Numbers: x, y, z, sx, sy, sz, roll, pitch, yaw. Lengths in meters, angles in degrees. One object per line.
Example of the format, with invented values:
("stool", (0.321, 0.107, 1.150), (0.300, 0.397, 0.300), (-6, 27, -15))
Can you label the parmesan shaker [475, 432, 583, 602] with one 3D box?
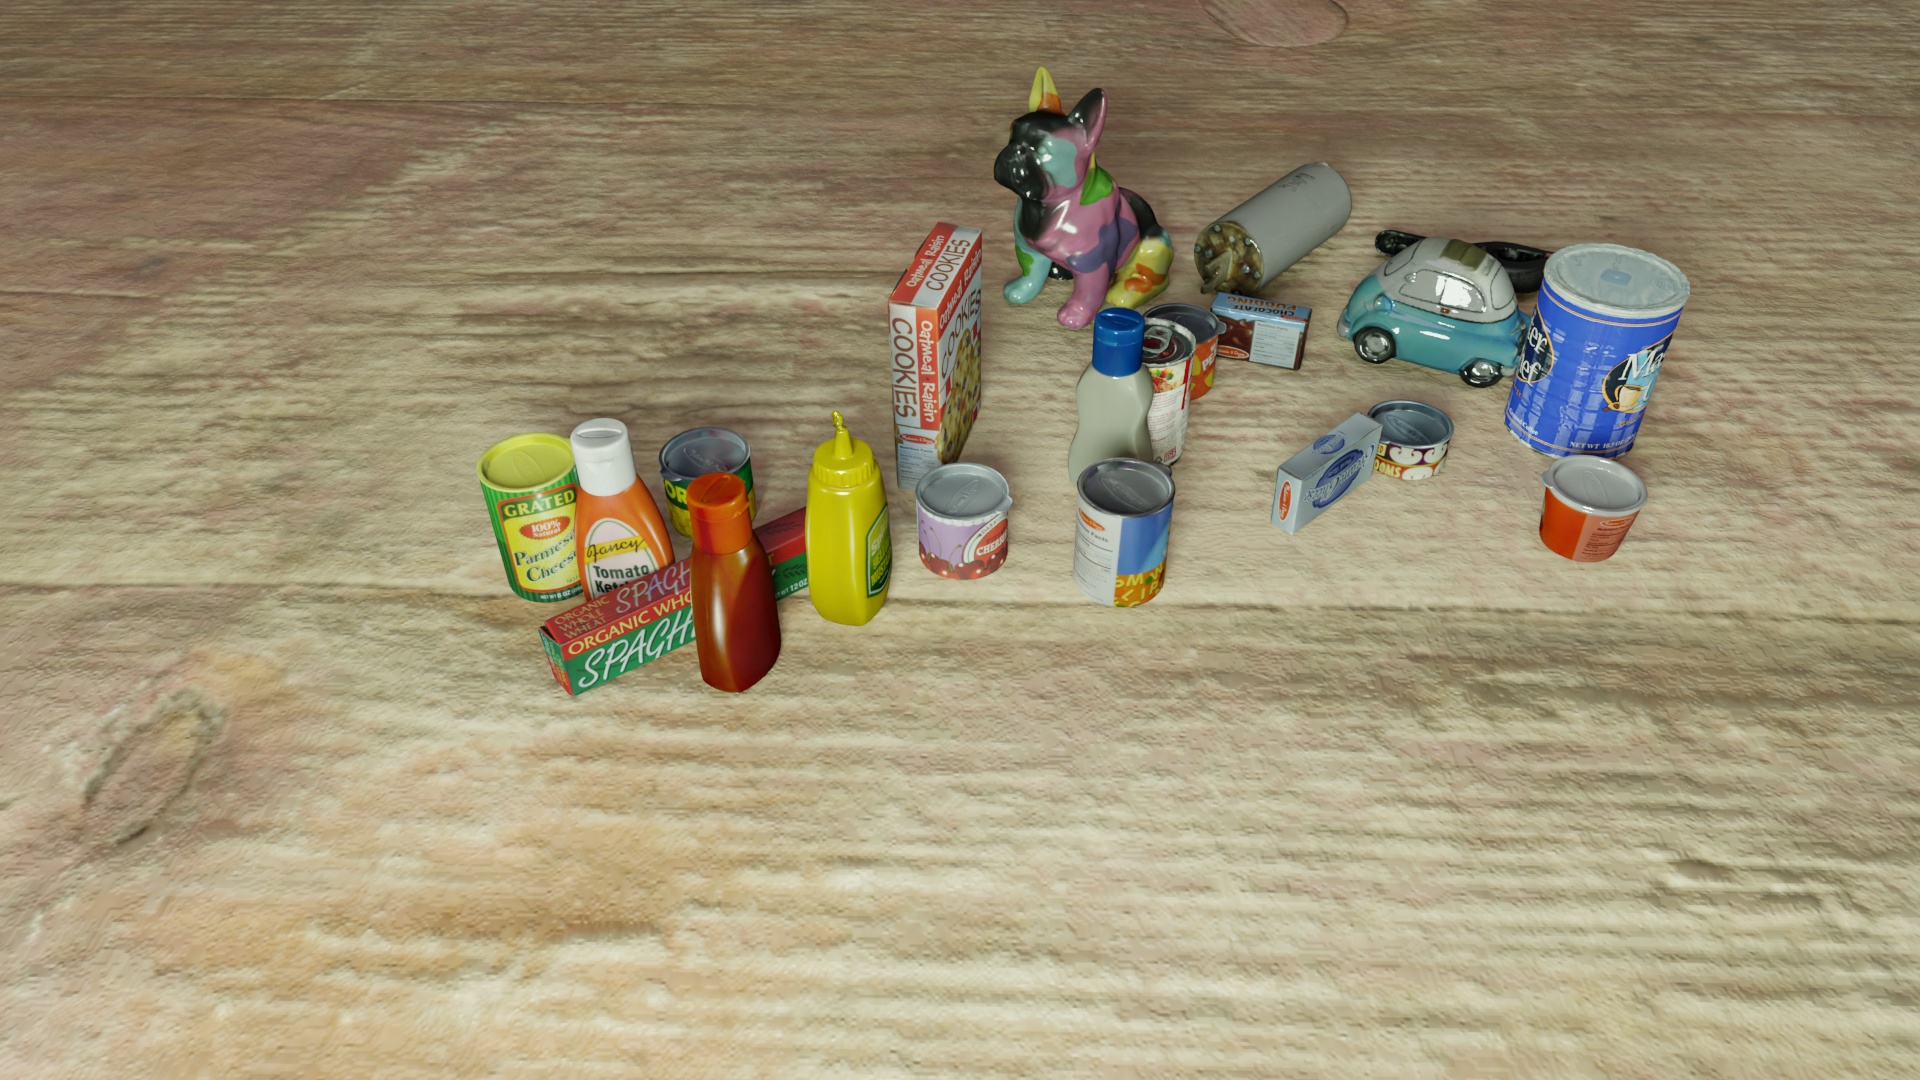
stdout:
("parmesan shaker", (-0.289, -0.016, 0.967), (0.071, 0.102, 0.072), (0, 40, 0))

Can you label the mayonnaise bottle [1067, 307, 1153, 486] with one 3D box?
("mayonnaise bottle", (0.114, -0.100, 1.029), (0.065, 0.147, 0.041), (16, 43, 20))

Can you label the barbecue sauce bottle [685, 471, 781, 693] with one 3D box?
("barbecue sauce bottle", (-0.146, 0.025, 0.881), (0.044, 0.147, 0.065), (15, 42, 18))

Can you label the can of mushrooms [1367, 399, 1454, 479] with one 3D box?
("can of mushrooms", (0.348, -0.079, 1.089), (0.071, 0.033, 0.071), (0, 40, 0))

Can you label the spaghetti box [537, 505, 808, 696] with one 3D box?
("spaghetti box", (-0.163, 0.030, 0.952), (0.251, 0.049, 0.029), (-26, 46, -27))

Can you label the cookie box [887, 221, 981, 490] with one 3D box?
("cookie box", (-0.018, -0.139, 1.062), (0.040, 0.166, 0.123), (9, 41, 12))

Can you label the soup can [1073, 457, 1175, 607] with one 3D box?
("soup can", (0.115, -0.006, 0.966), (0.071, 0.083, 0.072), (0, 40, 0))

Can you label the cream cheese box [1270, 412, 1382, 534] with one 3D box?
("cream cheese box", (0.274, -0.051, 1.041), (0.104, 0.053, 0.024), (-32, 49, -32))

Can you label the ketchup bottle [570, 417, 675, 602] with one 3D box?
("ketchup bottle", (-0.229, -0.012, 0.927), (0.065, 0.148, 0.044), (-3, 40, -2))

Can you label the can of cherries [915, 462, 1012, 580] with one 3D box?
("can of cherries", (0.004, -0.012, 0.994), (0.071, 0.058, 0.072), (0, 40, 0))

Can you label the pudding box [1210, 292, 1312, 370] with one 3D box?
("pudding box", (0.257, -0.181, 1.200), (0.084, 0.049, 0.030), (12, 42, 15))

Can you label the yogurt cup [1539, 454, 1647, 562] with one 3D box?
("yogurt cup", (0.453, -0.021, 1.003), (0.072, 0.053, 0.073), (0, 40, 0))

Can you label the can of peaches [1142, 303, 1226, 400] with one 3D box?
("can of peaches", (0.184, -0.157, 1.166), (0.071, 0.057, 0.071), (0, 40, 0))

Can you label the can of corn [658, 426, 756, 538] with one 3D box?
("can of corn", (-0.188, -0.041, 1.031), (0.071, 0.058, 0.071), (0, 40, 0))

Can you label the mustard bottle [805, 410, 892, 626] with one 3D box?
("mustard bottle", (-0.075, -0.017, 0.922), (0.049, 0.159, 0.066), (11, 41, 14))
